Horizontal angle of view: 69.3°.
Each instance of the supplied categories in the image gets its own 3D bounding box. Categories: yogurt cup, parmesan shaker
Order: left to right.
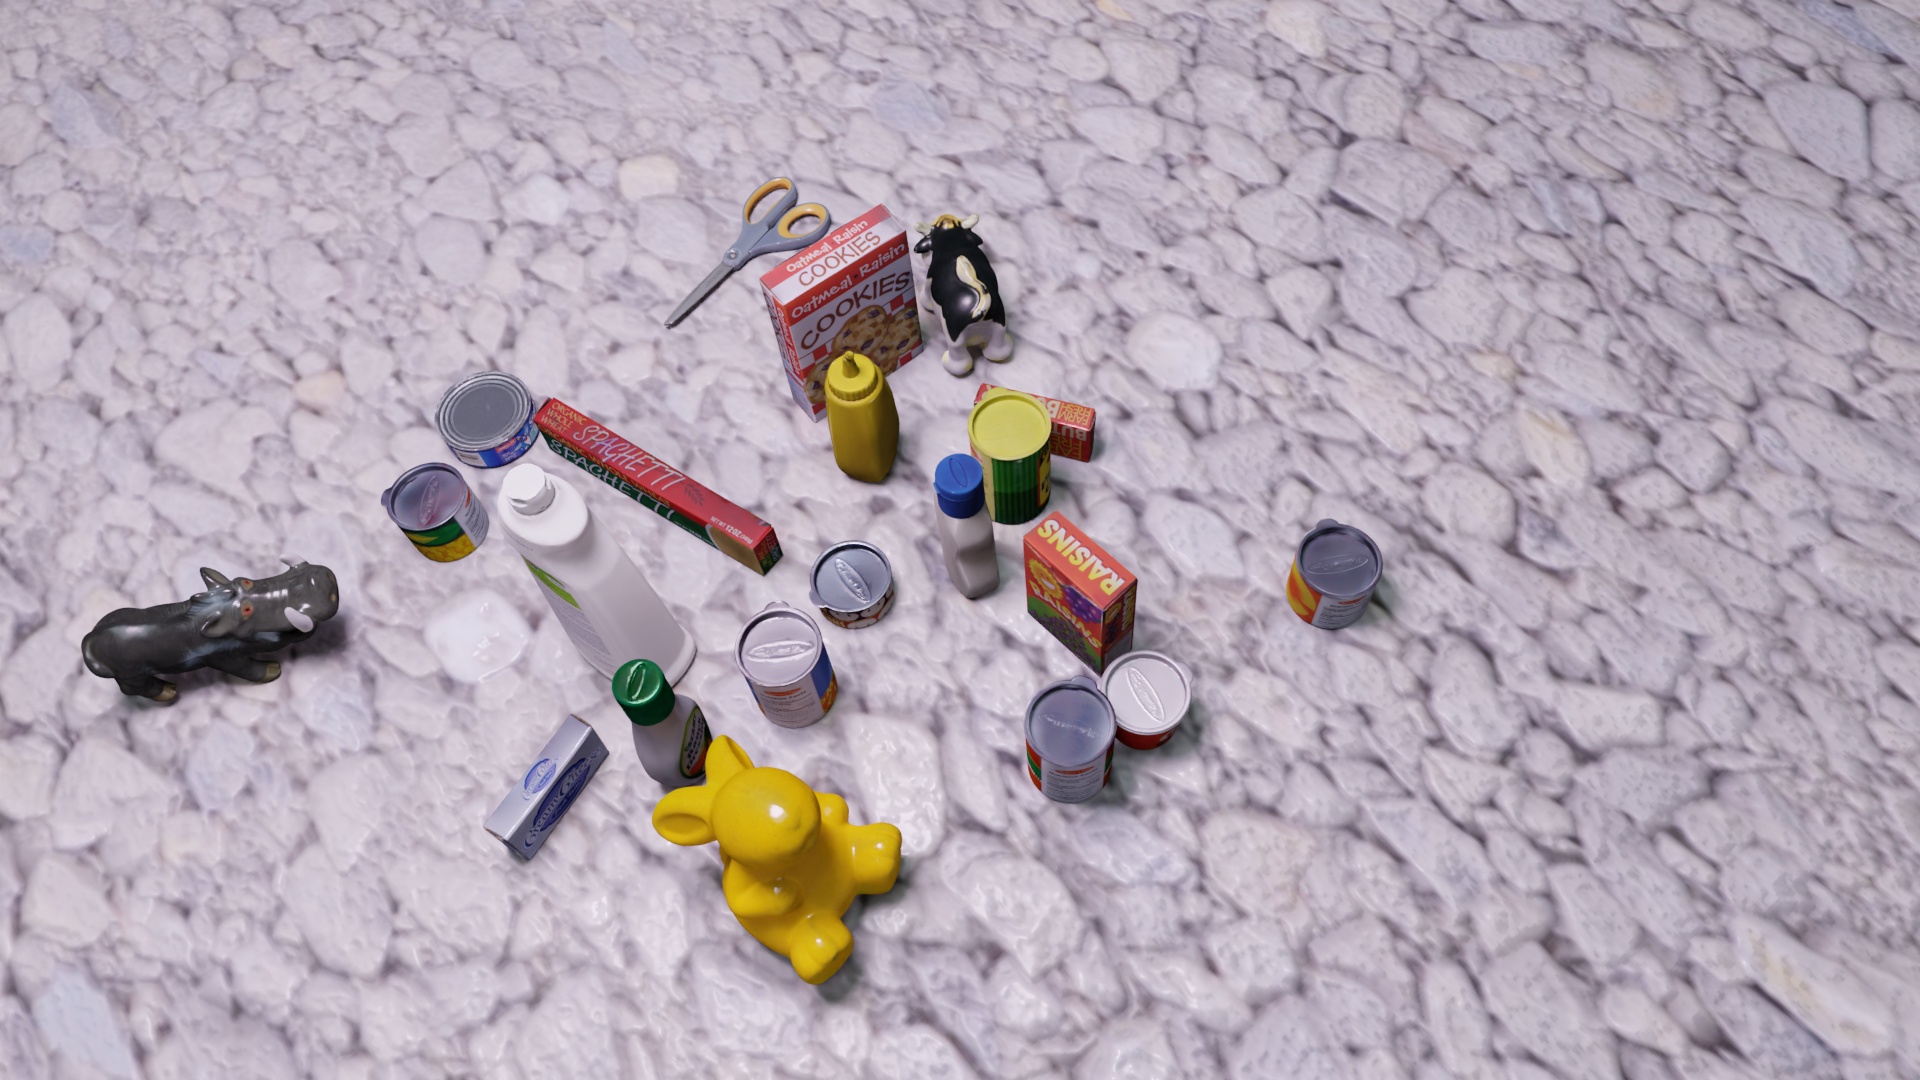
[{"bbox_3d":[0.041,-0.069,1.140,0.071,0.102,0.071,-2,60,3],"label":"parmesan shaker"},{"bbox_3d":[0.139,0.124,1.050,0.072,0.053,0.073,-2,60,3],"label":"yogurt cup"}]

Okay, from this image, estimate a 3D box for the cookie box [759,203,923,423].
[{"bbox_3d":[-0.098,-0.191,1.183,0.123,0.166,0.040,-36,64,-15],"label":"cookie box"}]

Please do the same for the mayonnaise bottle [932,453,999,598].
[{"bbox_3d":[0.004,-0.014,1.085,0.041,0.147,0.065,-21,61,-8],"label":"mayonnaise bottle"}]

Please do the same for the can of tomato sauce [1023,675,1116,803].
[{"bbox_3d":[0.081,0.148,1.024,0.071,0.082,0.071,-2,60,3],"label":"can of tomato sauce"}]

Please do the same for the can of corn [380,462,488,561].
[{"bbox_3d":[-0.443,-0.023,1.174,0.071,0.058,0.071,-2,60,3],"label":"can of corn"}]

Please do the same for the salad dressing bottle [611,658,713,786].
[{"bbox_3d":[-0.218,0.133,1.016,0.044,0.147,0.064,8,61,8],"label":"salad dressing bottle"}]

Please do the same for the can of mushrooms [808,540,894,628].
[{"bbox_3d":[-0.089,0.037,1.128,0.071,0.033,0.071,-2,60,3],"label":"can of mushrooms"}]

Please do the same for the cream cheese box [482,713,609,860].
[{"bbox_3d":[-0.310,0.186,1.046,0.024,0.053,0.104,26,65,18],"label":"cream cheese box"}]

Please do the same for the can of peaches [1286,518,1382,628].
[{"bbox_3d":[0.293,0.027,1.093,0.071,0.057,0.071,-2,60,3],"label":"can of peaches"}]

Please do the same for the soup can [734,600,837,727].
[{"bbox_3d":[-0.133,0.096,1.068,0.071,0.083,0.071,-2,60,3],"label":"soup can"}]

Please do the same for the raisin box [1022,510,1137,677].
[{"bbox_3d":[0.090,0.042,1.061,0.040,0.122,0.086,-40,65,-17],"label":"raisin box"}]

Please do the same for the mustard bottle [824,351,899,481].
[{"bbox_3d":[-0.083,-0.110,1.140,0.049,0.159,0.065,12,62,11],"label":"mustard bottle"}]

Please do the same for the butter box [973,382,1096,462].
[{"bbox_3d":[0.064,-0.100,1.185,0.103,0.053,0.024,14,63,12],"label":"butter box"}]

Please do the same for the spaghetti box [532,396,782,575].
[{"bbox_3d":[-0.260,-0.048,1.180,0.250,0.050,0.029,29,66,19],"label":"spaghetti box"}]
